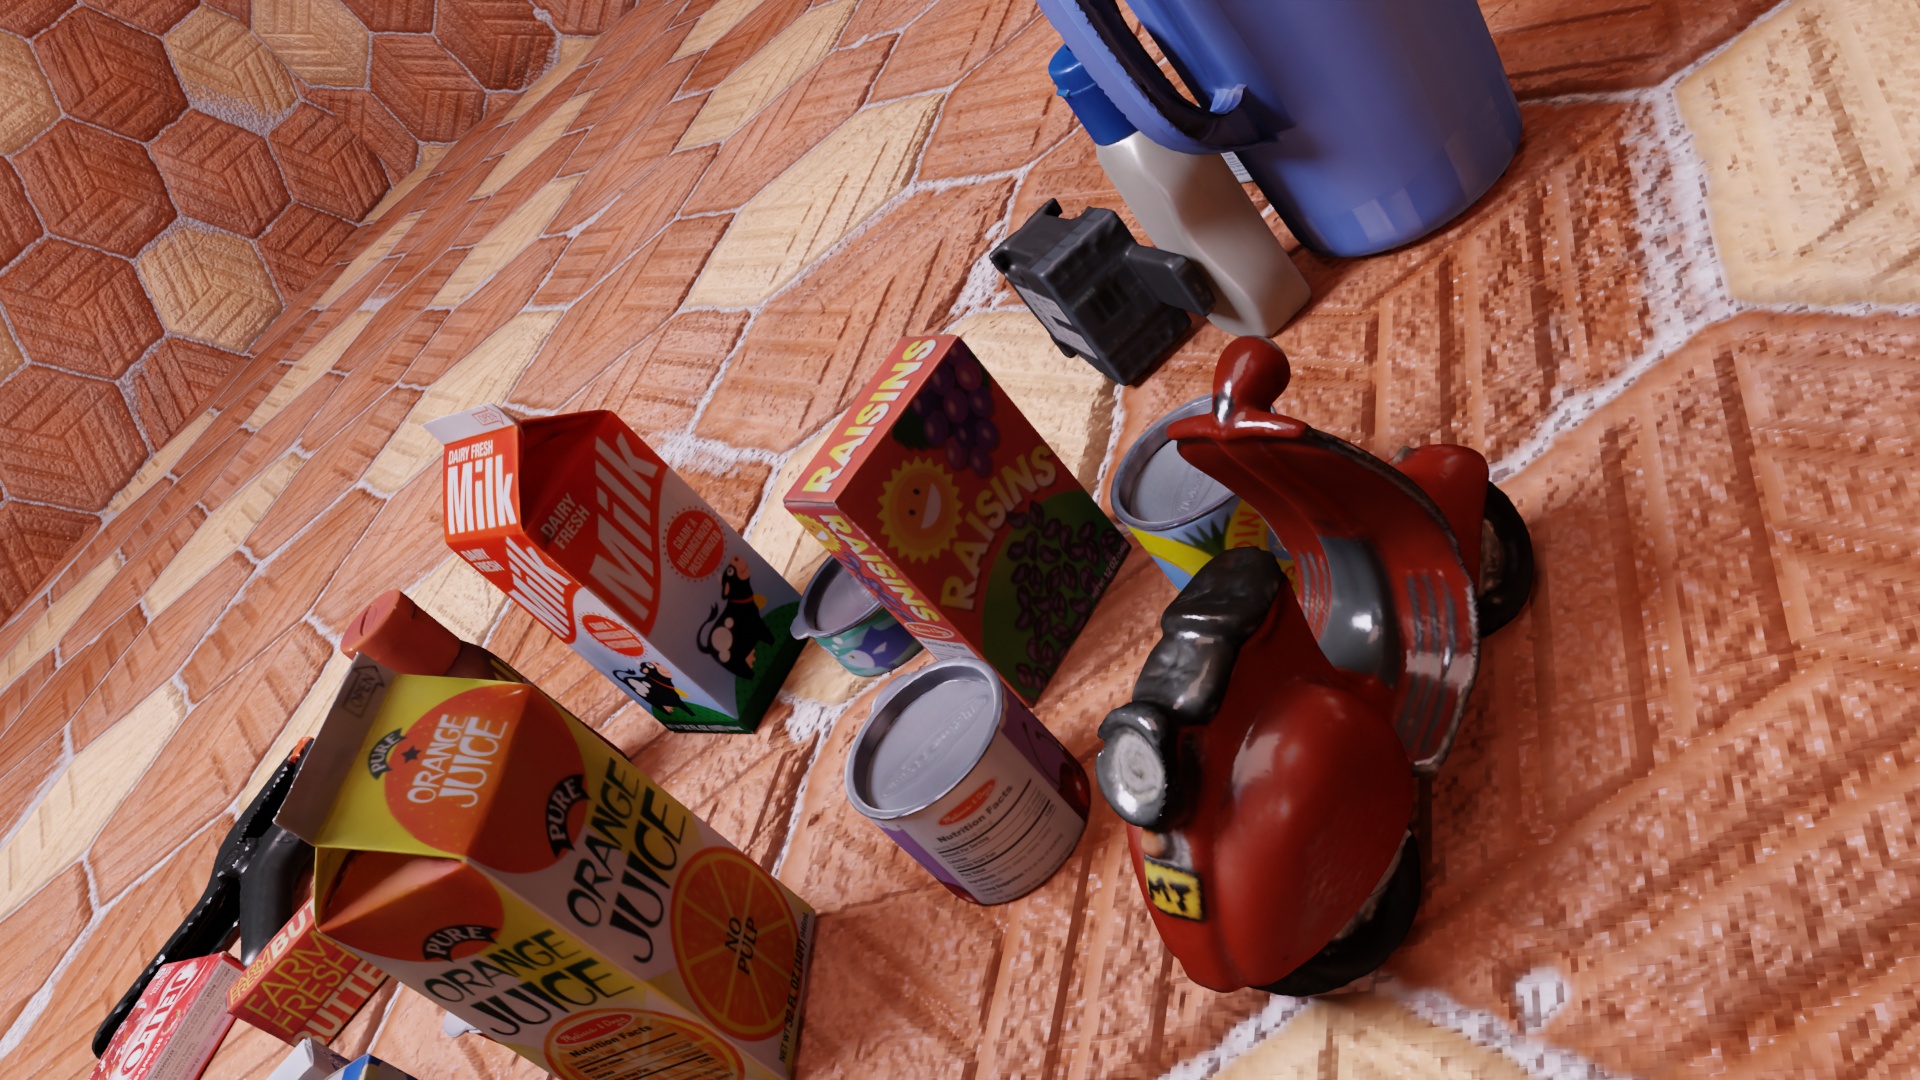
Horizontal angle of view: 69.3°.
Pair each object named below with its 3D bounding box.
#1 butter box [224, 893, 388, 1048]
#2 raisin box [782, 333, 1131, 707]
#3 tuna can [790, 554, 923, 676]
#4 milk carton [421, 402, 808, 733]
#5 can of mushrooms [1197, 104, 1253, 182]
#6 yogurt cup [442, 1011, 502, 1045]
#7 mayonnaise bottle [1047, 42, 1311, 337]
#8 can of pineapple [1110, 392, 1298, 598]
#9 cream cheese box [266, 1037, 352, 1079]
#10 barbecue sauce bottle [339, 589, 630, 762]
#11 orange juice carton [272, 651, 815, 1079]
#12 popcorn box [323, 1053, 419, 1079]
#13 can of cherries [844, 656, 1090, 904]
[{"bbox_3d":[-0.310,0.202,0.696,0.104,0.053,0.024,-50,31,-13],"label":"butter box"},{"bbox_3d":[0.002,-0.007,0.537,0.040,0.123,0.086,4,54,52],"label":"raisin box"},{"bbox_3d":[-0.040,0.028,0.630,0.071,0.032,0.071,-29,33,21],"label":"tuna can"},{"bbox_3d":[-0.160,0.006,0.640,0.072,0.190,0.074,-7,45,45],"label":"milk carton"},{"bbox_3d":[0.155,-0.220,0.722,0.071,0.033,0.071,-29,33,21],"label":"can of mushrooms"},{"bbox_3d":[-0.161,0.176,0.559,0.072,0.054,0.073,-29,33,21],"label":"yogurt cup"},{"bbox_3d":[0.093,-0.153,0.595,0.041,0.147,0.065,-43,30,-1],"label":"mayonnaise bottle"},{"bbox_3d":[0.098,-0.011,0.497,0.071,0.057,0.071,-29,33,21],"label":"can of pineapple"},{"bbox_3d":[-0.295,0.270,0.593,0.104,0.053,0.024,-48,31,-10],"label":"cream cheese box"},{"bbox_3d":[-0.220,0.082,0.652,0.043,0.148,0.065,-40,30,4],"label":"barbecue sauce bottle"},{"bbox_3d":[-0.140,0.119,0.470,0.073,0.192,0.072,-28,33,24],"label":"orange juice carton"},{"bbox_3d":[-0.193,0.251,0.469,0.038,0.085,0.127,-34,31,13],"label":"popcorn box"},{"bbox_3d":[0.003,0.082,0.486,0.071,0.058,0.072,-29,33,21],"label":"can of cherries"}]
